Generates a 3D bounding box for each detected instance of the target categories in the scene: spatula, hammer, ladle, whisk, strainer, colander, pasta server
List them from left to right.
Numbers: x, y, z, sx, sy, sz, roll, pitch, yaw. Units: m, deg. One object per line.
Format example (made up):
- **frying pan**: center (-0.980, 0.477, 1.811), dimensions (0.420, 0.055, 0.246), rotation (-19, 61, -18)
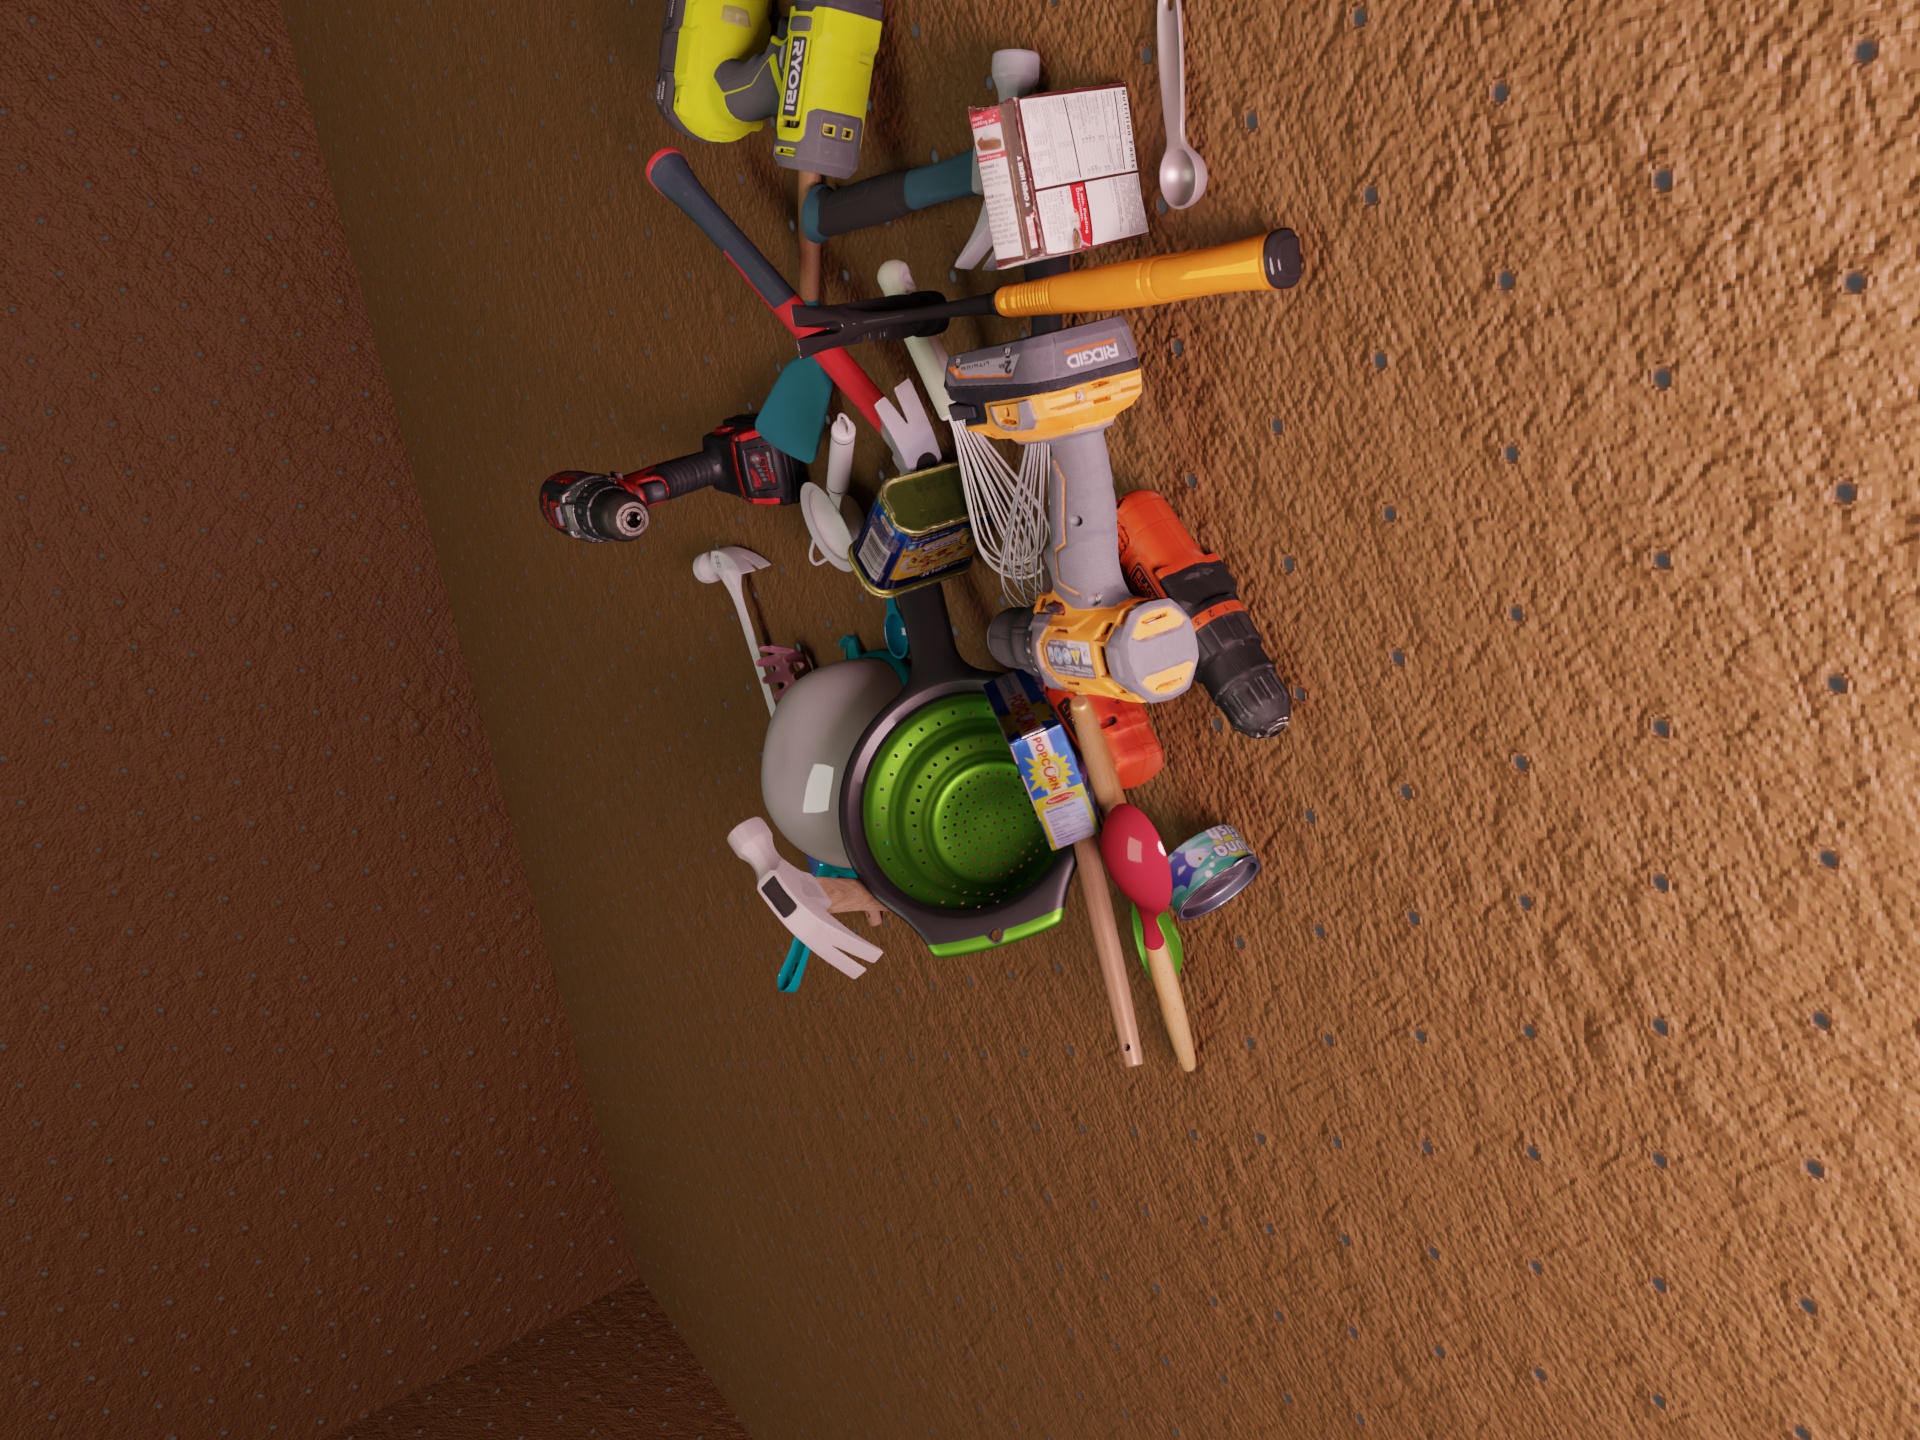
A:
- **hammer**: center (-0.192, 0.009, 1.703), dimensions (0.144, 0.035, 0.405), rotation (-1, 107, 62)
- **hammer**: center (-0.141, -0.337, 1.257), dimensions (0.387, 0.038, 0.143), rotation (51, 176, 21)
- **spatula**: center (-0.132, -0.371, 1.316), dimensions (0.082, 0.044, 0.317), rotation (35, 137, 33)
- **strainer**: center (-0.142, 0.092, 1.448), dimensions (0.211, 0.095, 0.340), rotation (39, 113, 56)
- **pasta server**: center (-0.138, 0.068, 1.641), dimensions (0.060, 0.040, 0.316), rotation (-4, 106, 51)
- **strainer**: center (-0.101, -0.194, 1.337), dimensions (0.087, 0.050, 0.258), rotation (55, 165, 10)
- **hammer**: center (-0.053, 0.141, 1.278), dimensions (0.031, 0.331, 0.130), rotation (-44, 67, 17)
- **hammer**: center (-0.038, -0.377, 1.131), dimensions (0.331, 0.033, 0.128), rotation (19, 110, 60)
- **colander**: center (-0.002, -0.004, 1.272), dimensions (0.094, 0.204, 0.397), rotation (46, -151, -66)
- **whisk**: center (0.001, -0.214, 1.142), dimensions (0.059, 0.058, 0.246), rotation (-20, 102, 27)
- **hammer**: center (0.048, -0.253, 0.945), dimensions (0.337, 0.127, 0.034), rotation (6, 110, 44)
- **whisk**: center (0.058, -0.200, 1.072), dimensions (0.070, 0.070, 0.284), rotation (31, 129, 51)
- **spatula**: center (0.089, 0.093, 1.153), dimensions (0.060, 0.018, 0.316), rotation (-21, 72, 27)
- **ladle**: center (0.138, 0.166, 1.106), dimensions (0.069, 0.031, 0.315), rotation (48, 166, 40)

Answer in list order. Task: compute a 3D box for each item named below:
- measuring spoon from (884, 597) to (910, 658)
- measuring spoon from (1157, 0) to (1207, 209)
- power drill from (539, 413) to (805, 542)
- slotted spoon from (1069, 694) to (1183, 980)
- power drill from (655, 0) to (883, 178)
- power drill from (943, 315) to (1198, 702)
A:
- **measuring spoon**: center (-0.054, -0.118, 1.383), dimensions (0.042, 0.021, 0.128), rotation (3, 102, 61)
- **measuring spoon**: center (0.125, -0.350, 0.888), dimensions (0.034, 0.018, 0.124), rotation (18, 117, 59)
- **power drill**: center (-0.256, -0.214, 1.452), dimensions (0.188, 0.226, 0.080), rotation (21, 127, 56)
- **slotted spoon**: center (0.114, 0.087, 1.089), dimensions (0.070, 0.031, 0.313), rotation (61, 176, 43)
- **power drill**: center (-0.139, -0.504, 1.185), dimensions (0.223, 0.080, 0.171), rotation (30, 116, 47)
- **power drill**: center (0.057, -0.125, 0.993), dimensions (0.185, 0.084, 0.226), rotation (10, 117, 60)
